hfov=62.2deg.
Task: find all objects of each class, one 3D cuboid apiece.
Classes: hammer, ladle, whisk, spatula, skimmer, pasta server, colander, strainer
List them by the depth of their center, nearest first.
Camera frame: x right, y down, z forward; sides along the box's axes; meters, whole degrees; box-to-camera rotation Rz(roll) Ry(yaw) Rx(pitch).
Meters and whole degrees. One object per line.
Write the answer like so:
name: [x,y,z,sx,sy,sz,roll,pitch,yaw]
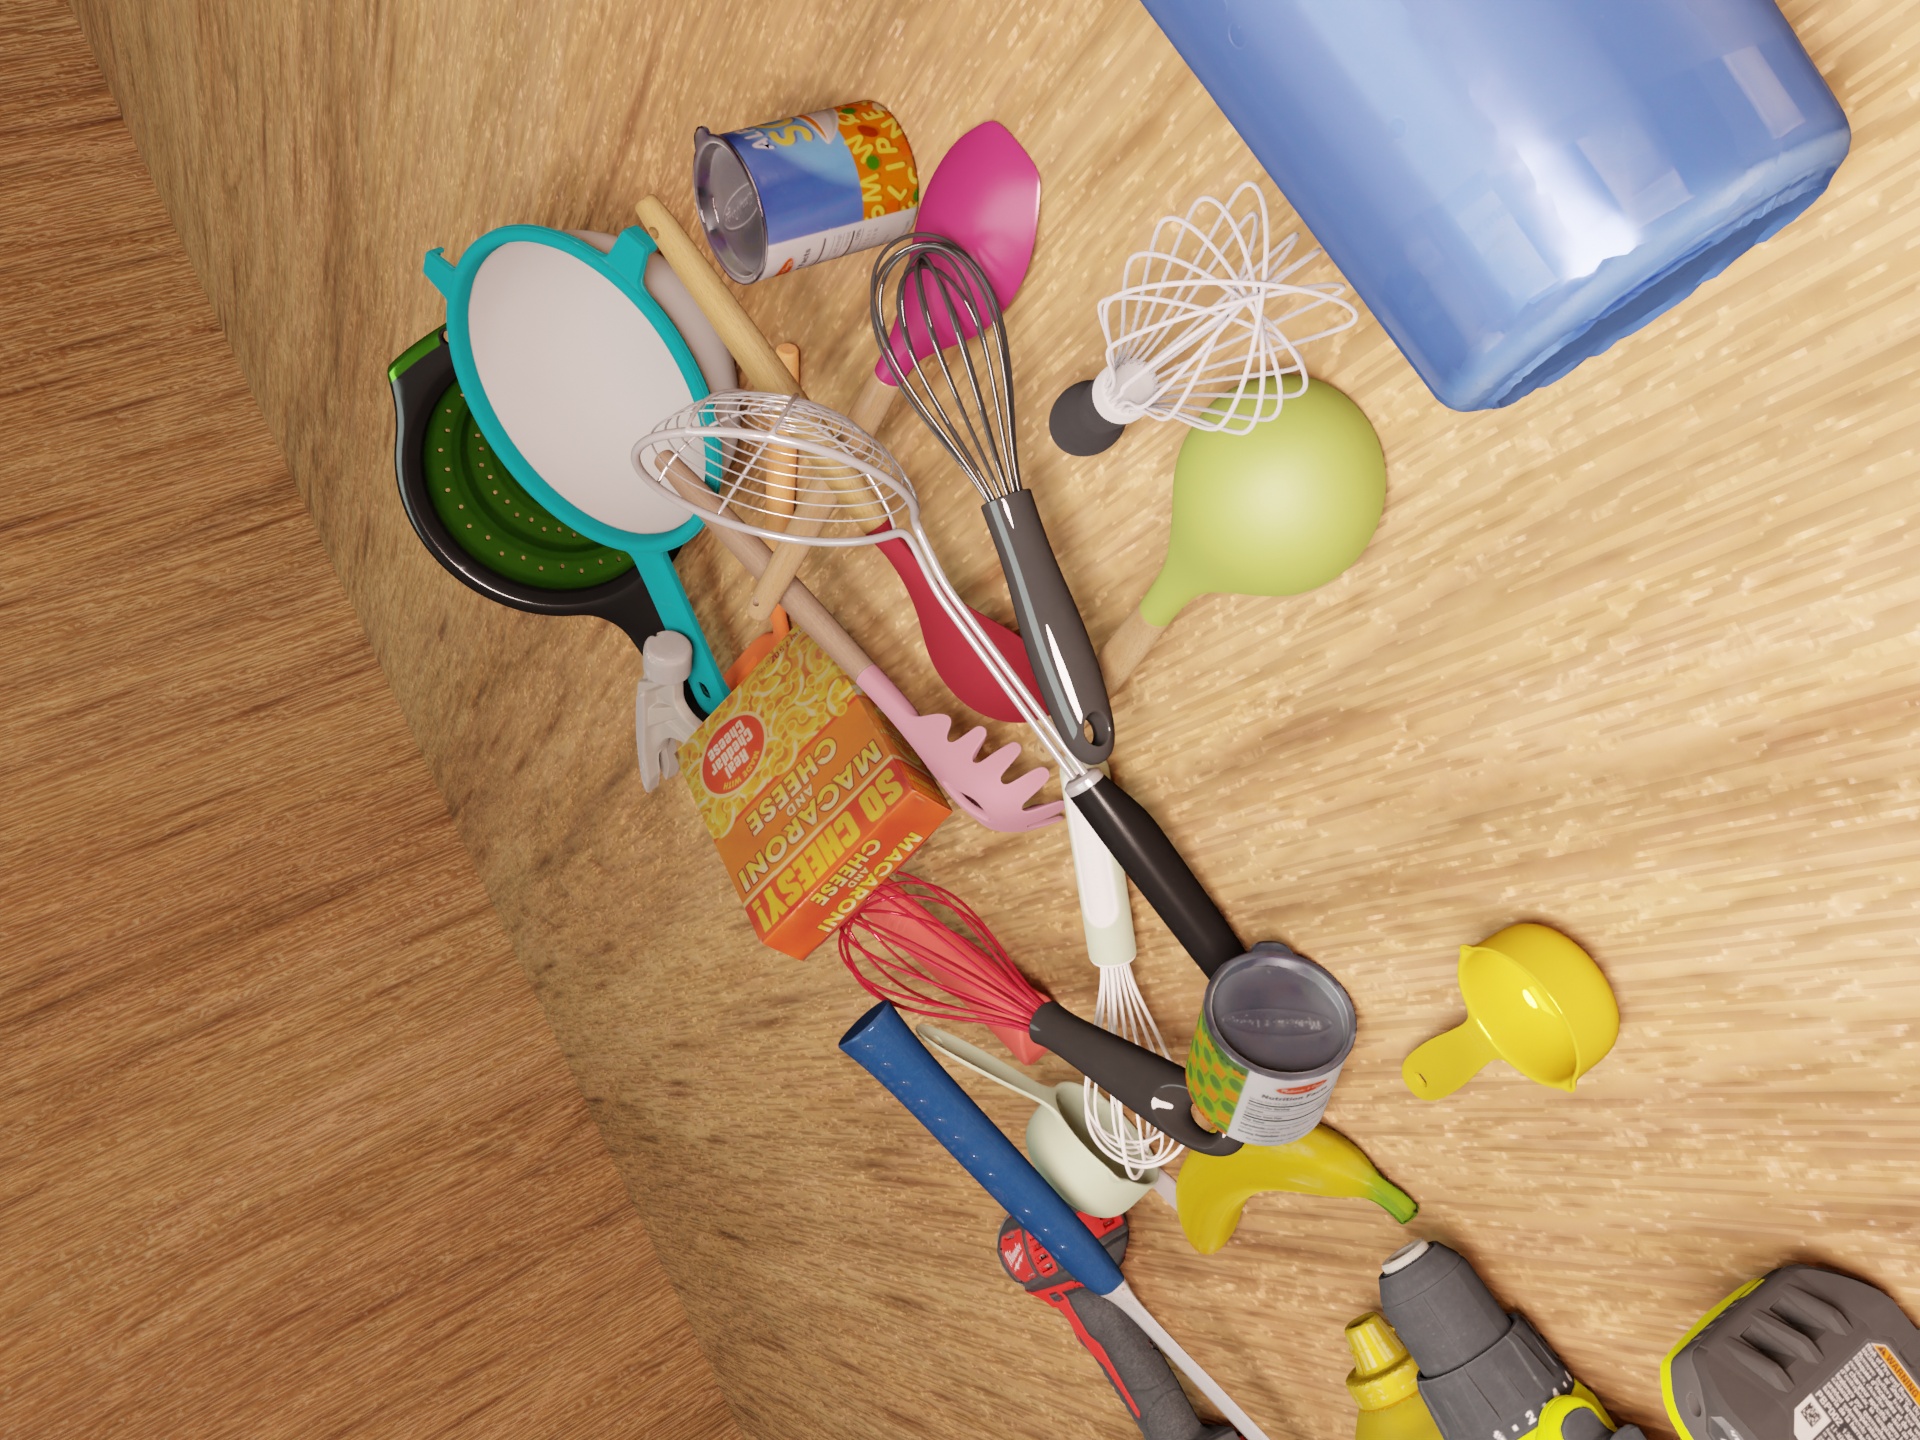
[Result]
whisk: [0.065,-0.119,0.551,0.284,0.070,0.070,-154,42,-84]
whisk: [0.017,-0.093,0.679,0.055,0.055,0.239,-16,95,64]
ladle: [0.086,-0.042,0.681,0.078,0.062,0.320,59,160,11]
skimmer: [-0.001,-0.002,0.720,0.363,0.090,0.127,52,158,-5]
ladle: [-0.054,-0.116,0.767,0.069,0.031,0.315,-18,114,50]
whisk: [0.030,0.148,0.820,0.296,0.073,0.073,23,132,45]
whisk: [0.079,0.129,0.822,0.058,0.059,0.246,-3,110,21]
hammer: [0.089,0.304,0.840,0.405,0.035,0.144,47,151,-2]
pasta server: [-0.063,-0.049,0.877,0.316,0.040,0.060,46,164,18]
spatula: [-0.125,-0.101,1.008,0.322,0.041,0.081,101,154,-48]
hammer: [-0.081,0.093,1.012,0.359,0.037,0.149,39,144,22]
strainer: [-0.189,-0.164,1.012,0.211,0.095,0.340,7,129,35]
colander: [-0.243,-0.119,1.150,0.396,0.204,0.095,58,-168,-22]

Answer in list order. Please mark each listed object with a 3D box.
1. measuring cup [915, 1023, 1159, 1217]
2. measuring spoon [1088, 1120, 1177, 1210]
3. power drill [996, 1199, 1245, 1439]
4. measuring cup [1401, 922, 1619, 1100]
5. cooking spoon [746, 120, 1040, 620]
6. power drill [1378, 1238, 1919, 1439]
measuring cup: [0.035,0.220,0.881,0.167,0.038,0.083,33,-164,-16]
measuring spoon: [0.105,0.266,0.919,0.124,0.018,0.034,35,141,45]
power drill: [0.095,0.399,0.995,0.220,0.078,0.143,61,154,14]
measuring cup: [0.205,0.120,0.612,0.062,0.029,0.156,56,164,19]
cooking spoon: [-0.045,-0.148,0.768,0.069,0.017,0.318,55,138,17]
power drill: [0.256,0.269,0.580,0.191,0.080,0.228,57,156,14]
